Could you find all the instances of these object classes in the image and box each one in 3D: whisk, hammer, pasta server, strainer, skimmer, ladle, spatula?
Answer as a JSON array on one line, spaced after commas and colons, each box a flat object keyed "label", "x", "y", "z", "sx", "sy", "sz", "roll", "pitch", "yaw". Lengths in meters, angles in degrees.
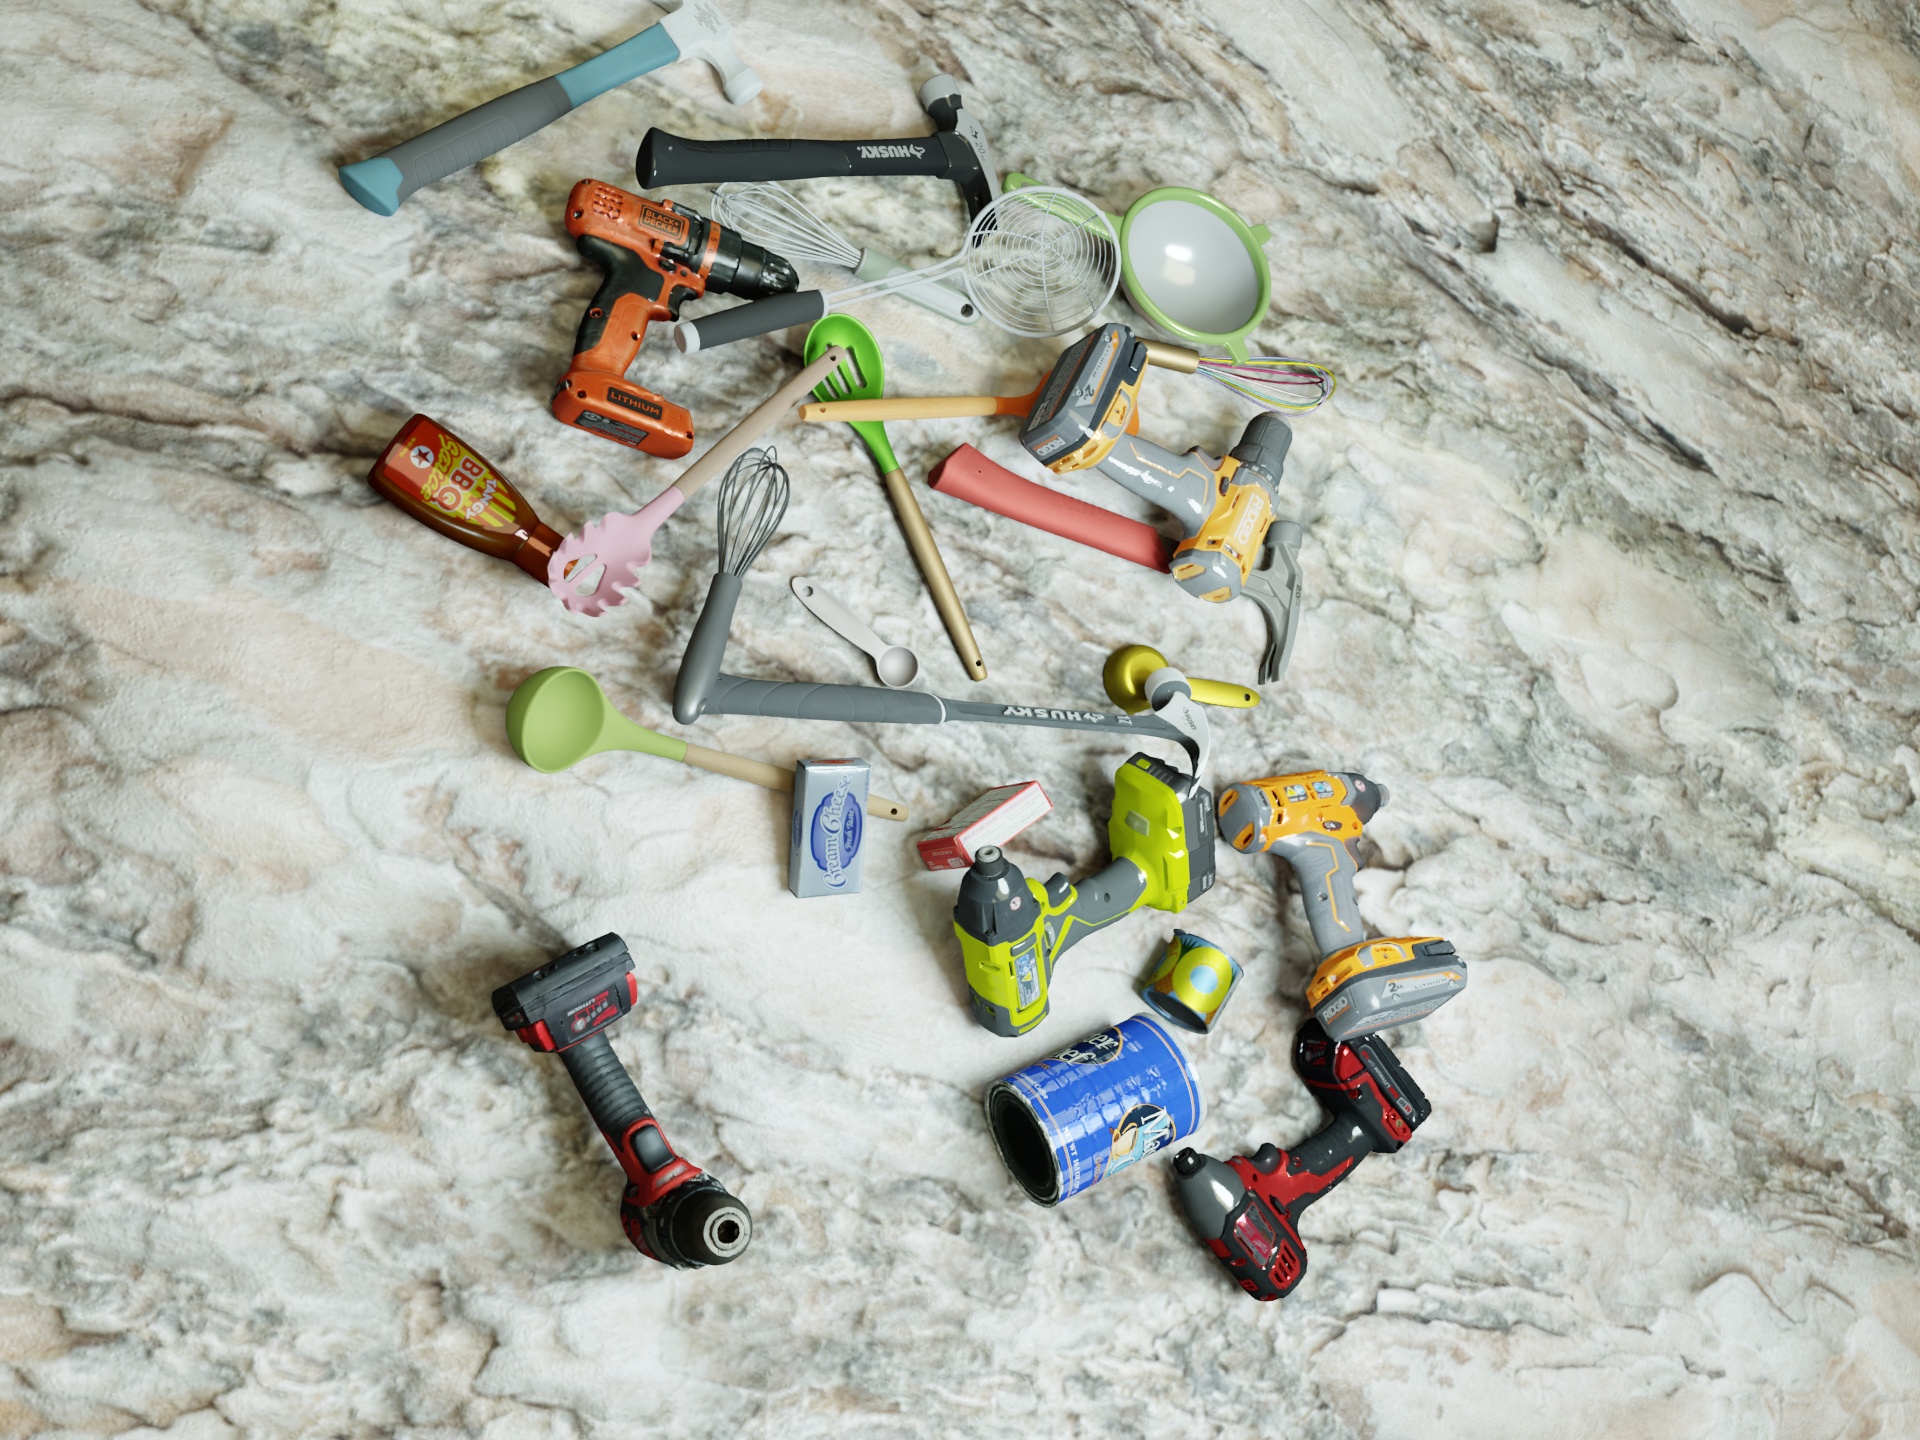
[{"label": "whisk", "x": -0.088, "y": -0.372, "z": 1.277, "sx": 0.246, "sy": 0.059, "sz": 0.057, "roll": 18, "pitch": 107, "yaw": -26}, {"label": "hammer", "x": -0.310, "y": -0.464, "z": 1.194, "sx": 0.331, "sy": 0.033, "sz": 0.128, "roll": -38, "pitch": 100, "yaw": -25}, {"label": "hammer", "x": 0.138, "y": -0.147, "z": 1.353, "sx": 0.358, "sy": 0.037, "sz": 0.149, "roll": 16, "pitch": 76, "yaw": -23}, {"label": "whisk", "x": 0.229, "y": -0.319, "z": 1.419, "sx": 0.245, "sy": 0.047, "sz": 0.051, "roll": 8, "pitch": 80, "yaw": -21}, {"label": "pasta server", "x": -0.186, "y": -0.185, "z": 1.168, "sx": 0.316, "sy": 0.040, "sz": 0.060, "roll": -47, "pitch": 110, "yaw": -26}, {"label": "strainer", "x": 0.144, "y": -0.401, "z": 1.379, "sx": 0.256, "sy": 0.069, "sz": 0.152, "roll": 19, "pitch": 67, "yaw": -15}, {"label": "hammer", "x": -0.104, "y": -0.433, "z": 1.240, "sx": 0.334, "sy": 0.035, "sz": 0.146, "roll": -18, "pitch": 84, "yaw": -39}, {"label": "whisk", "x": -0.172, "y": -0.103, "z": 1.178, "sx": 0.055, "sy": 0.055, "sz": 0.239, "roll": 23, "pitch": 63, "yaw": -20}, {"label": "skimmer", "x": -0.041, "y": -0.326, "z": 1.226, "sx": 0.363, "sy": 0.090, "sz": 0.127, "roll": -23, "pitch": 134, "yaw": -29}, {"label": "ladle", "x": -0.176, "y": 0.032, "z": 1.170, "sx": 0.320, "sy": 0.062, "sz": 0.078, "roll": 17, "pitch": 93, "yaw": -25}, {"label": "spatula", "x": 0.012, "y": -0.259, "z": 1.293, "sx": 0.322, "sy": 0.041, "sz": 0.081, "roll": -11, "pitch": 88, "yaw": -37}, {"label": "hammer", "x": -0.002, "y": -0.004, "z": 1.214, "sx": 0.408, "sy": 0.149, "sz": 0.036, "roll": 4, "pitch": 121, "yaw": -13}]

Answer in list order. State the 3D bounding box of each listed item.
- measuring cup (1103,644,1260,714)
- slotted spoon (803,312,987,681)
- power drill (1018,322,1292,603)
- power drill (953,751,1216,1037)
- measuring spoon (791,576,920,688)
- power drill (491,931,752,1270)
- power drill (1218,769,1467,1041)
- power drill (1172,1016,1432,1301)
[{"label": "measuring cup", "x": 0.197, "y": -0.030, "z": 1.365, "sx": 0.156, "sy": 0.029, "sz": 0.062, "roll": 8, "pitch": 79, "yaw": -22}, {"label": "slotted spoon", "x": -0.047, "y": -0.175, "z": 1.277, "sx": 0.070, "sy": 0.031, "sz": 0.313, "roll": -26, "pitch": 95, "yaw": -26}, {"label": "power drill", "x": 0.178, "y": -0.231, "z": 1.325, "sx": 0.226, "sy": 0.084, "sz": 0.185, "roll": 36, "pitch": 65, "yaw": -20}, {"label": "power drill", "x": 0.094, "y": 0.125, "z": 1.236, "sx": 0.223, "sy": 0.080, "sz": 0.171, "roll": -31, "pitch": 132, "yaw": -28}, {"label": "measuring spoon", "x": -0.084, "y": -0.071, "z": 1.252, "sx": 0.124, "sy": 0.018, "sz": 0.034, "roll": 40, "pitch": 85, "yaw": -8}, {"label": "power drill", "x": -0.215, "y": 0.258, "z": 1.047, "sx": 0.080, "sy": 0.188, "sz": 0.227, "roll": -27, "pitch": 90, "yaw": -27}, {"label": "power drill", "x": 0.332, "y": 0.142, "z": 1.343, "sx": 0.164, "sy": 0.084, "sz": 0.227, "roll": -8, "pitch": 60, "yaw": -26}, {"label": "power drill", "x": 0.276, "y": 0.355, "z": 1.322, "sx": 0.220, "sy": 0.078, "sz": 0.143, "roll": -42, "pitch": 100, "yaw": -21}]
